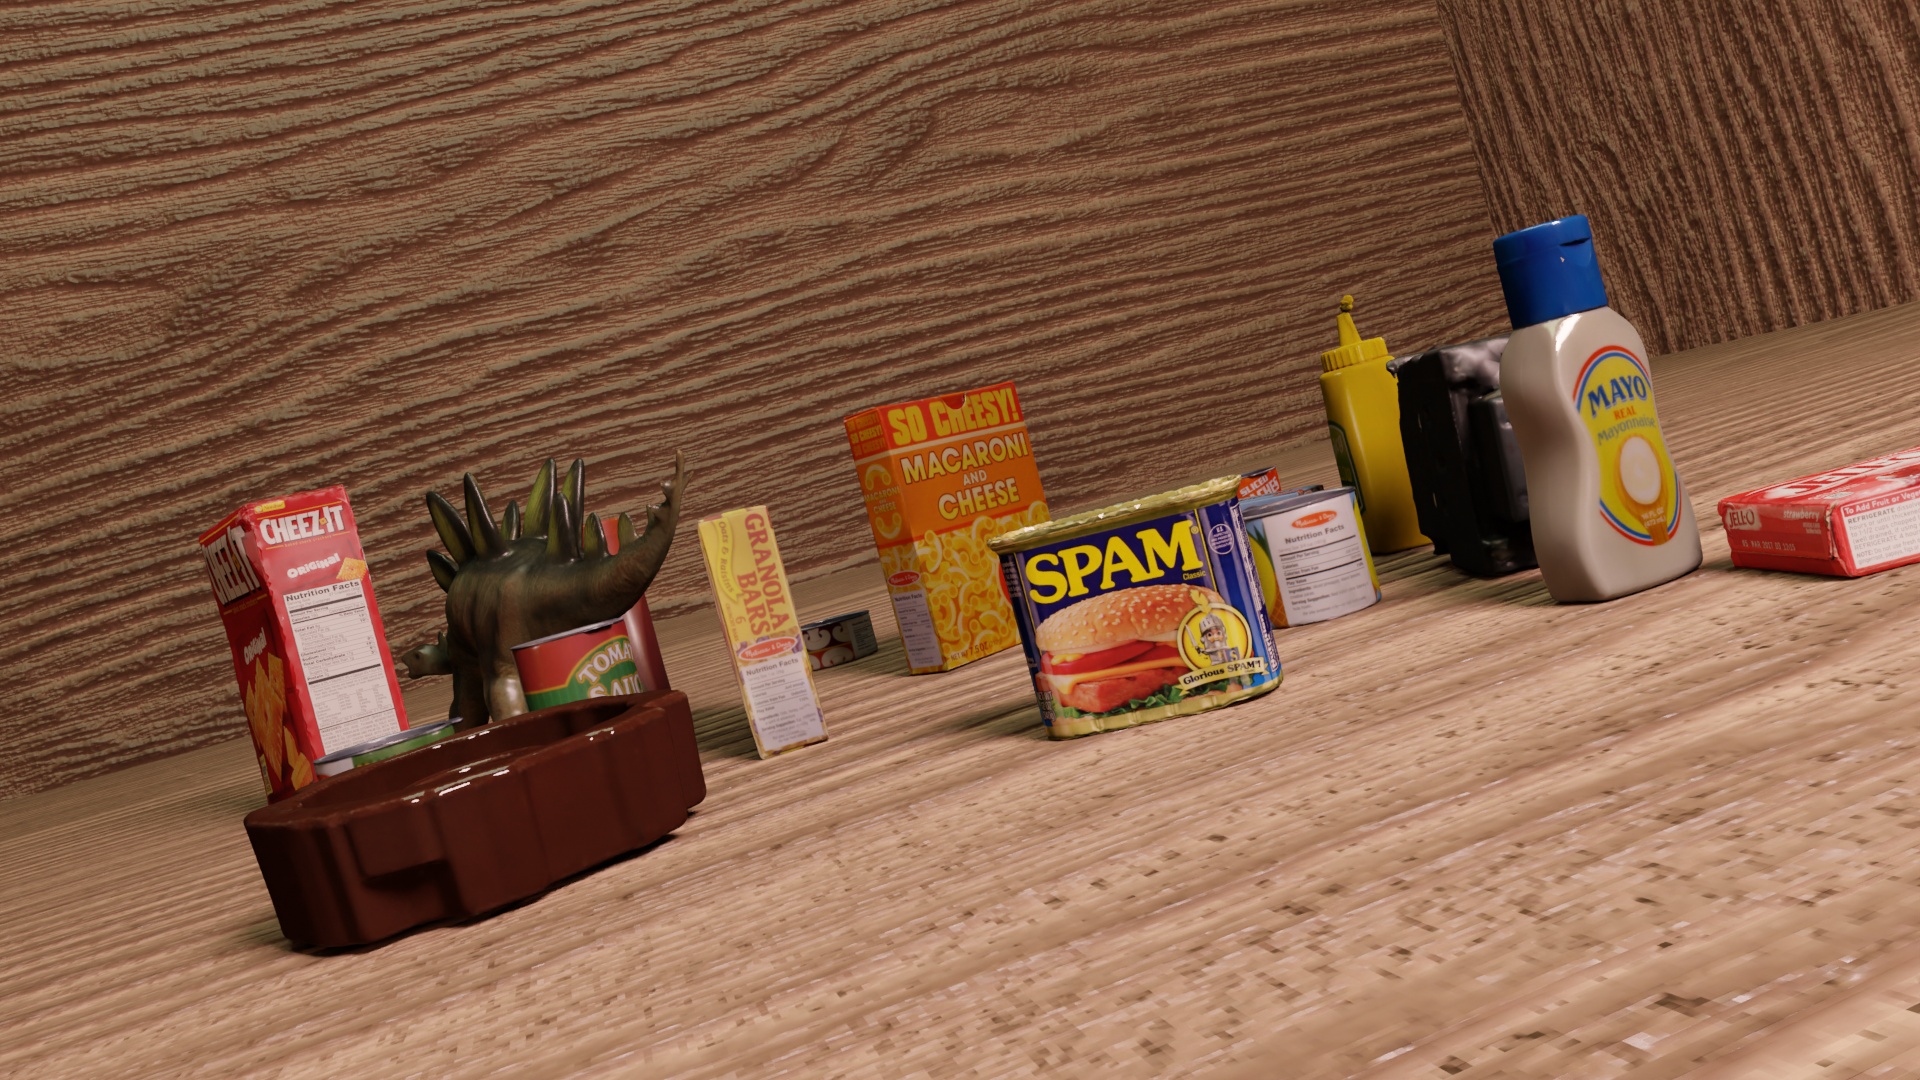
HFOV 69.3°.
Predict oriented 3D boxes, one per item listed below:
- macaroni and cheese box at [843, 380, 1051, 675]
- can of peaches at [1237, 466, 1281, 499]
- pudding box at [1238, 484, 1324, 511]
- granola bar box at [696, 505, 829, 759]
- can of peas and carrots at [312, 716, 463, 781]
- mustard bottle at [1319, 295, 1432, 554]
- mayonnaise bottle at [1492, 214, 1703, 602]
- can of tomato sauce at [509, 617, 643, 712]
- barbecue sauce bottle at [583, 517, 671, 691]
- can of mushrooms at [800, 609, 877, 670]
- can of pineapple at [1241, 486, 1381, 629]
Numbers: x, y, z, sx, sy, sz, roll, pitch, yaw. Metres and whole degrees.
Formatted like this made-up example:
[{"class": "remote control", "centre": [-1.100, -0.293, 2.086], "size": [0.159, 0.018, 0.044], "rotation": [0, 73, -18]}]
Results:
[{"class": "macaroni and cheese box", "centre": [0.003, -0.011, 0.888], "size": [0.124, 0.166, 0.040], "rotation": [-16, 2, -43]}, {"class": "can of peaches", "centre": [0.231, -0.024, 1.124], "size": [0.071, 0.058, 0.071], "rotation": [-15, 2, 1]}, {"class": "pudding box", "centre": [0.208, -0.007, 0.939], "size": [0.030, 0.049, 0.083], "rotation": [-16, 2, -41]}, {"class": "granola bar box", "centre": [-0.110, 0.045, 0.771], "size": [0.039, 0.124, 0.165], "rotation": [-15, 2, -7]}, {"class": "can of peas and carrots", "centre": [-0.275, 0.126, 0.688], "size": [0.071, 0.058, 0.071], "rotation": [-15, 2, 1]}, {"class": "mustard bottle", "centre": [0.254, -0.073, 0.861], "size": [0.049, 0.160, 0.065], "rotation": [-15, 2, 2]}, {"class": "mayonnaise bottle", "centre": [0.248, -0.053, 0.554], "size": [0.065, 0.148, 0.041], "rotation": [-15, 2, -21]}, {"class": "can of tomato sauce", "centre": [-0.217, 0.093, 0.810], "size": [0.071, 0.083, 0.071], "rotation": [-15, 2, 1]}, {"class": "barbecue sauce bottle", "centre": [-0.245, 0.059, 1.003], "size": [0.044, 0.148, 0.065], "rotation": [-15, 2, -12]}, {"class": "can of mushrooms", "centre": [-0.101, 0.078, 1.071], "size": [0.071, 0.033, 0.071], "rotation": [-15, 2, 1]}, {"class": "can of pineapple", "centre": [0.171, 0.008, 0.695], "size": [0.071, 0.058, 0.071], "rotation": [-15, 2, 1]}]
